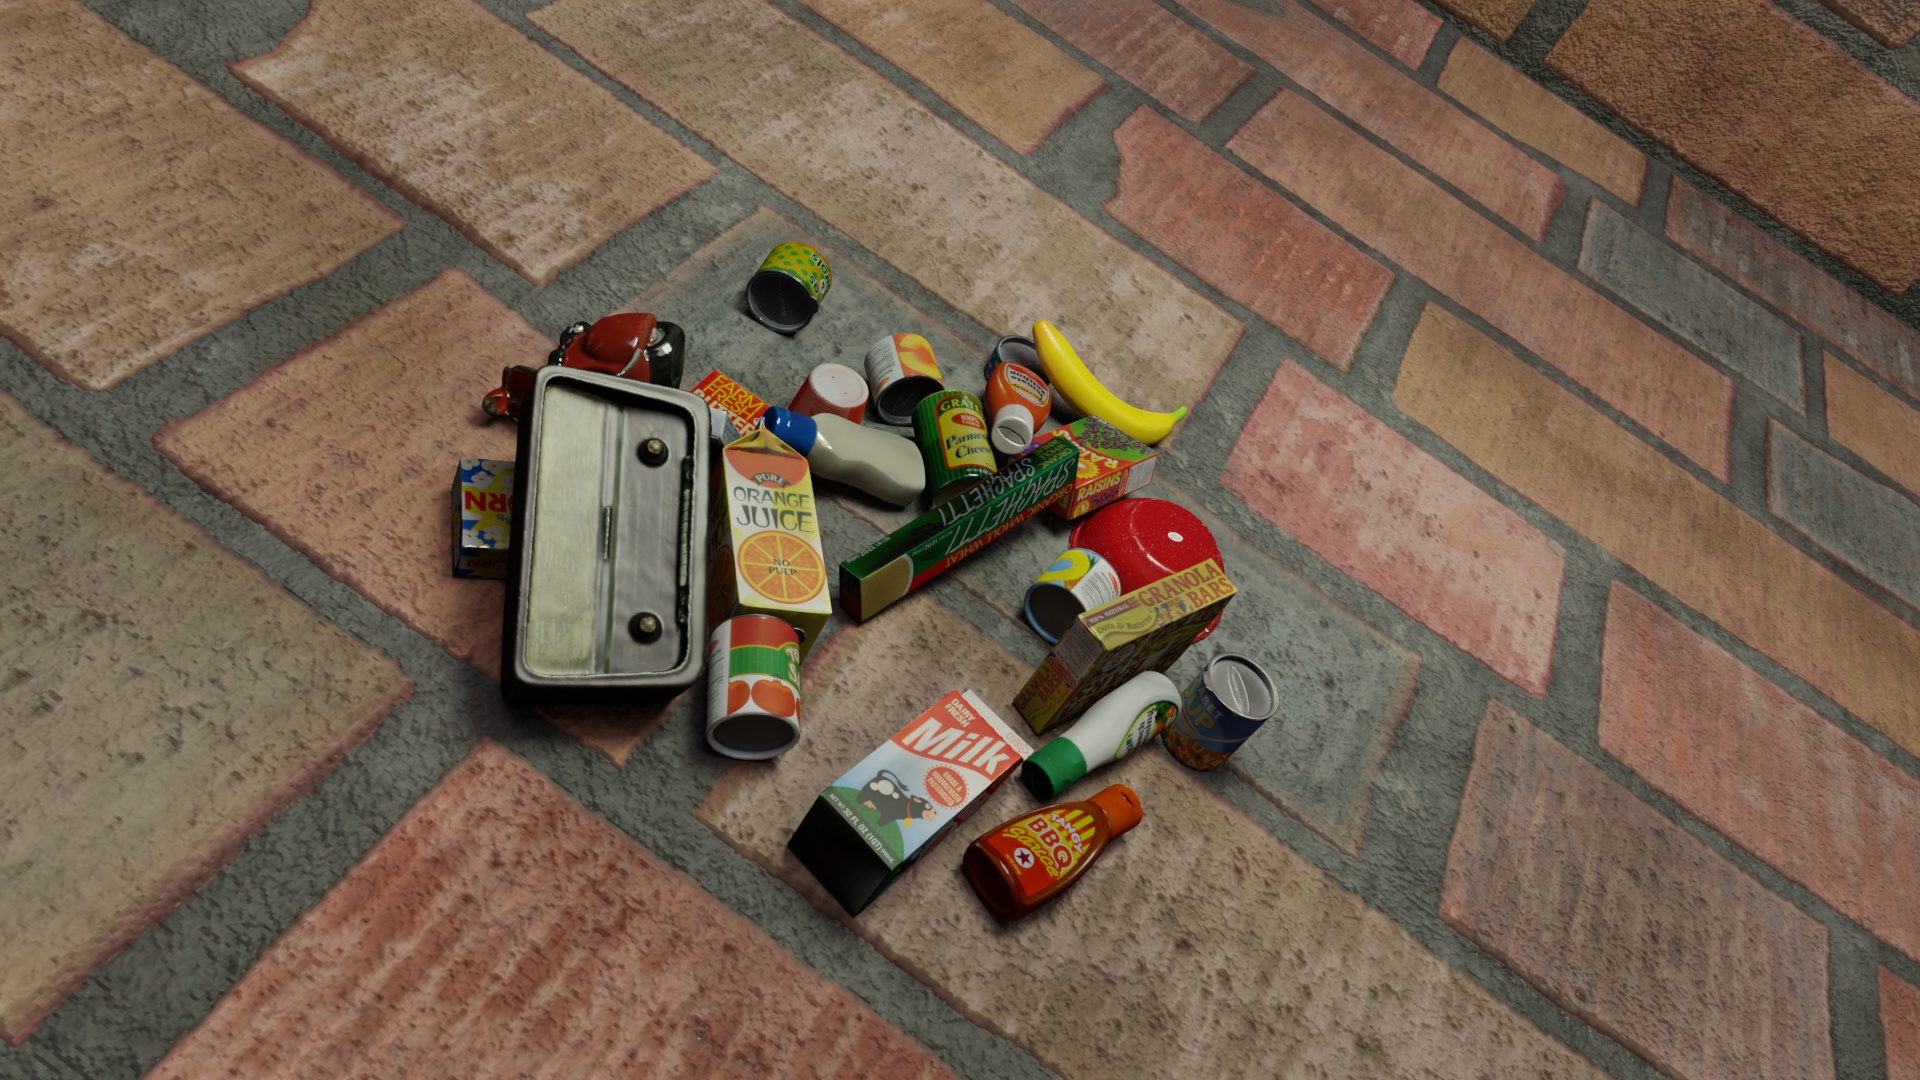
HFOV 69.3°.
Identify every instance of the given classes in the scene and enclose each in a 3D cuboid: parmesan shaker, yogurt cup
[{"bbox_3d":[-0.001,-0.074,1.241,0.071,0.071,0.103,7,49,-24],"label":"parmesan shaker"},{"bbox_3d":[-0.115,-0.119,1.225,0.072,0.053,0.073,15,46,-16],"label":"yogurt cup"}]

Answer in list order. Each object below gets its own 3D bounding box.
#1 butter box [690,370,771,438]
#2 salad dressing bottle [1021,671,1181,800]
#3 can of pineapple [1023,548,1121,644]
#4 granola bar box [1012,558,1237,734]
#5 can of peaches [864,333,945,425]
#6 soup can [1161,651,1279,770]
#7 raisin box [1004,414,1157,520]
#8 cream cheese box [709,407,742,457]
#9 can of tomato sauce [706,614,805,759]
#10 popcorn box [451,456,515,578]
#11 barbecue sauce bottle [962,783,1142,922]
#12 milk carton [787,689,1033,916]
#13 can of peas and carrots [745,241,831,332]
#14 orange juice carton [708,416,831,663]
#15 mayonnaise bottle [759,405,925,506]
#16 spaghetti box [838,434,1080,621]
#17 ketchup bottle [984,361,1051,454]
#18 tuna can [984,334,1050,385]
[{"bbox_3d":[-0.184,-0.100,1.190,0.103,0.024,0.053,34,43,1],"label":"butter box"},{"bbox_3d":[0.112,0.155,1.104,0.148,0.064,0.044,-28,53,-34],"label":"salad dressing bottle"},{"bbox_3d":[0.094,0.049,1.185,0.071,0.070,0.058,39,44,8],"label":"can of pineapple"},{"bbox_3d":[0.135,0.086,1.129,0.166,0.123,0.039,-19,63,-40],"label":"granola bar box"},{"bbox_3d":[-0.050,-0.148,1.281,0.071,0.071,0.058,4,50,-27],"label":"can of peaches"},{"bbox_3d":[0.211,0.142,1.151,0.071,0.083,0.072,16,45,-17],"label":"soup can"},{"bbox_3d":[0.113,-0.070,1.304,0.086,0.039,0.124,35,40,31],"label":"raisin box"},{"bbox_3d":[-0.208,-0.089,1.111,0.053,0.103,0.024,17,83,0],"label":"cream cheese box"},{"bbox_3d":[-0.146,0.105,0.995,0.071,0.070,0.083,11,48,-21],"label":"can of tomato sauce"},{"bbox_3d":[-0.308,-0.013,1.031,0.127,0.038,0.085,4,51,-26],"label":"popcorn box"},{"bbox_3d":[0.074,0.224,1.029,0.149,0.043,0.065,-19,62,-40],"label":"barbecue sauce bottle"},{"bbox_3d":[-0.026,0.175,0.995,0.072,0.073,0.191,44,44,12],"label":"milk carton"},{"bbox_3d":[-0.157,-0.237,1.298,0.071,0.070,0.059,27,43,-6],"label":"can of peas and carrots"},{"bbox_3d":[-0.157,-0.004,1.084,0.073,0.071,0.193,7,49,-25],"label":"orange juice carton"},{"bbox_3d":[-0.101,-0.076,1.181,0.148,0.041,0.065,17,42,-34],"label":"mayonnaise bottle"},{"bbox_3d":[0.004,-0.015,1.159,0.251,0.049,0.029,-31,54,-30],"label":"spaghetti box"},{"bbox_3d":[0.051,-0.120,1.285,0.065,0.043,0.149,32,22,-8],"label":"ketchup bottle"},{"bbox_3d":[0.061,-0.169,1.385,0.071,0.032,0.071,16,46,-17],"label":"tuna can"}]
